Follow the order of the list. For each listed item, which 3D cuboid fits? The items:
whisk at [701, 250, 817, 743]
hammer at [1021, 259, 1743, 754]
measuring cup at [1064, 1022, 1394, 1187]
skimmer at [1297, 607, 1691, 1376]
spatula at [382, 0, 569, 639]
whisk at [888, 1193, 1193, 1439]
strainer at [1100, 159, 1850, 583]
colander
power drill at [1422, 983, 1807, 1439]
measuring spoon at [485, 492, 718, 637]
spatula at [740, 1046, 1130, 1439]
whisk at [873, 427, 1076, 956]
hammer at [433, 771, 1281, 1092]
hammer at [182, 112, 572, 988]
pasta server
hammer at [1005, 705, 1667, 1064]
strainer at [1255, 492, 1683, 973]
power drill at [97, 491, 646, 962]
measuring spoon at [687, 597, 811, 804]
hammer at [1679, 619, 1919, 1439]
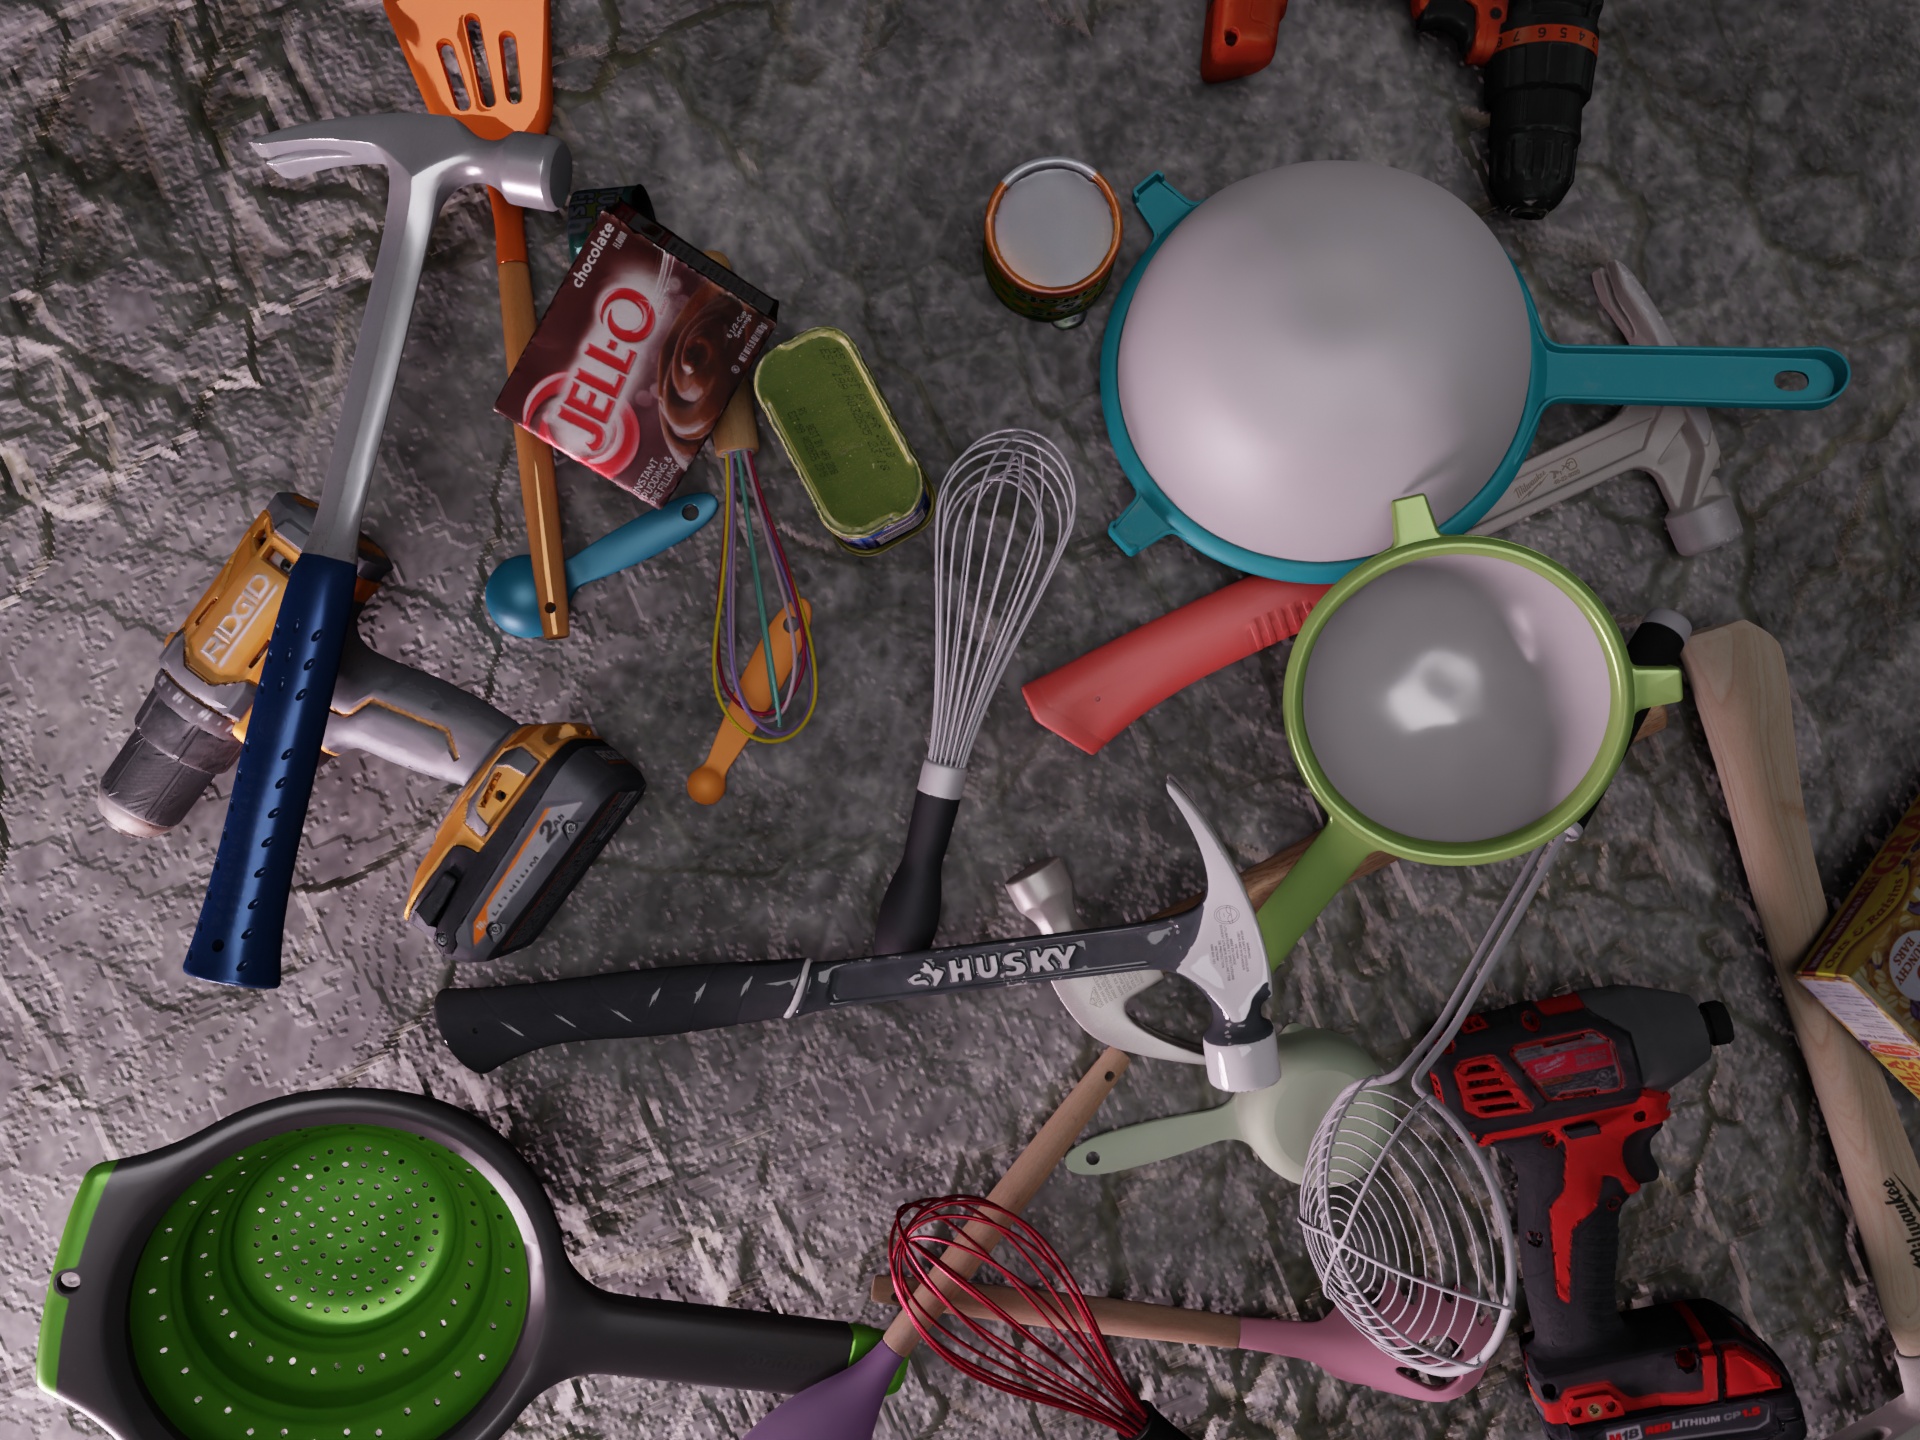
[{"bbox_3d":[-0.109,-0.110,0.778,0.047,0.051,0.245,-9,87,4],"label":"whisk"},{"bbox_3d":[0.195,-0.086,0.784,0.359,0.037,0.149,-25,92,1],"label":"hammer"},{"bbox_3d":[0.135,0.205,0.792,0.167,0.038,0.083,-14,92,-1],"label":"measuring cup"},{"bbox_3d":[0.266,0.116,0.734,0.090,0.127,0.363,39,75,-20],"label":"skimmer"},{"bbox_3d":[-0.218,-0.200,0.773,0.081,0.041,0.322,-8,87,-1],"label":"spatula"},{"bbox_3d":[0.072,0.328,0.770,0.073,0.073,0.295,-44,105,2],"label":"whisk"},{"bbox_3d":[0.231,-0.171,0.720,0.340,0.095,0.211,4,81,10],"label":"strainer"},{"bbox_3d":[-0.220,0.280,0.783,0.397,0.094,0.204,14,92,-18],"label":"colander"},{"bbox_3d":[0.321,0.239,0.771,0.143,0.078,0.220,-16,88,9],"label":"power drill"},{"bbox_3d":[-0.180,-0.082,0.793,0.128,0.021,0.042,-27,92,2],"label":"measuring spoon"},{"bbox_3d":[-0.018,0.288,0.787,0.059,0.018,0.316,41,84,-11],"label":"spatula"},{"bbox_3d":[0.000,-0.002,0.780,0.070,0.070,0.284,13,97,0],"label":"whisk"},{"bbox_3d":[-0.060,0.122,0.765,0.409,0.036,0.149,-8,96,9],"label":"hammer"},{"bbox_3d":[-0.290,-0.085,0.724,0.144,0.035,0.405,10,83,5],"label":"hammer"},{"bbox_3d":[0.113,0.303,0.805,0.316,0.040,0.060,5,92,4],"label":"pasta server"},{"bbox_3d":[0.197,0.065,0.792,0.331,0.031,0.130,-27,91,1],"label":"hammer"},{"bbox_3d":[0.199,0.028,0.752,0.151,0.069,0.256,35,108,3],"label":"strainer"},{"bbox_3d":[-0.292,0.025,0.771,0.226,0.084,0.185,37,91,4],"label":"power drill"},{"bbox_3d":[-0.106,-0.010,0.800,0.021,0.011,0.117,28,92,-1],"label":"measuring spoon"},{"bbox_3d":[0.419,0.154,0.778,0.146,0.038,0.410,-17,89,-17],"label":"hammer"}]
